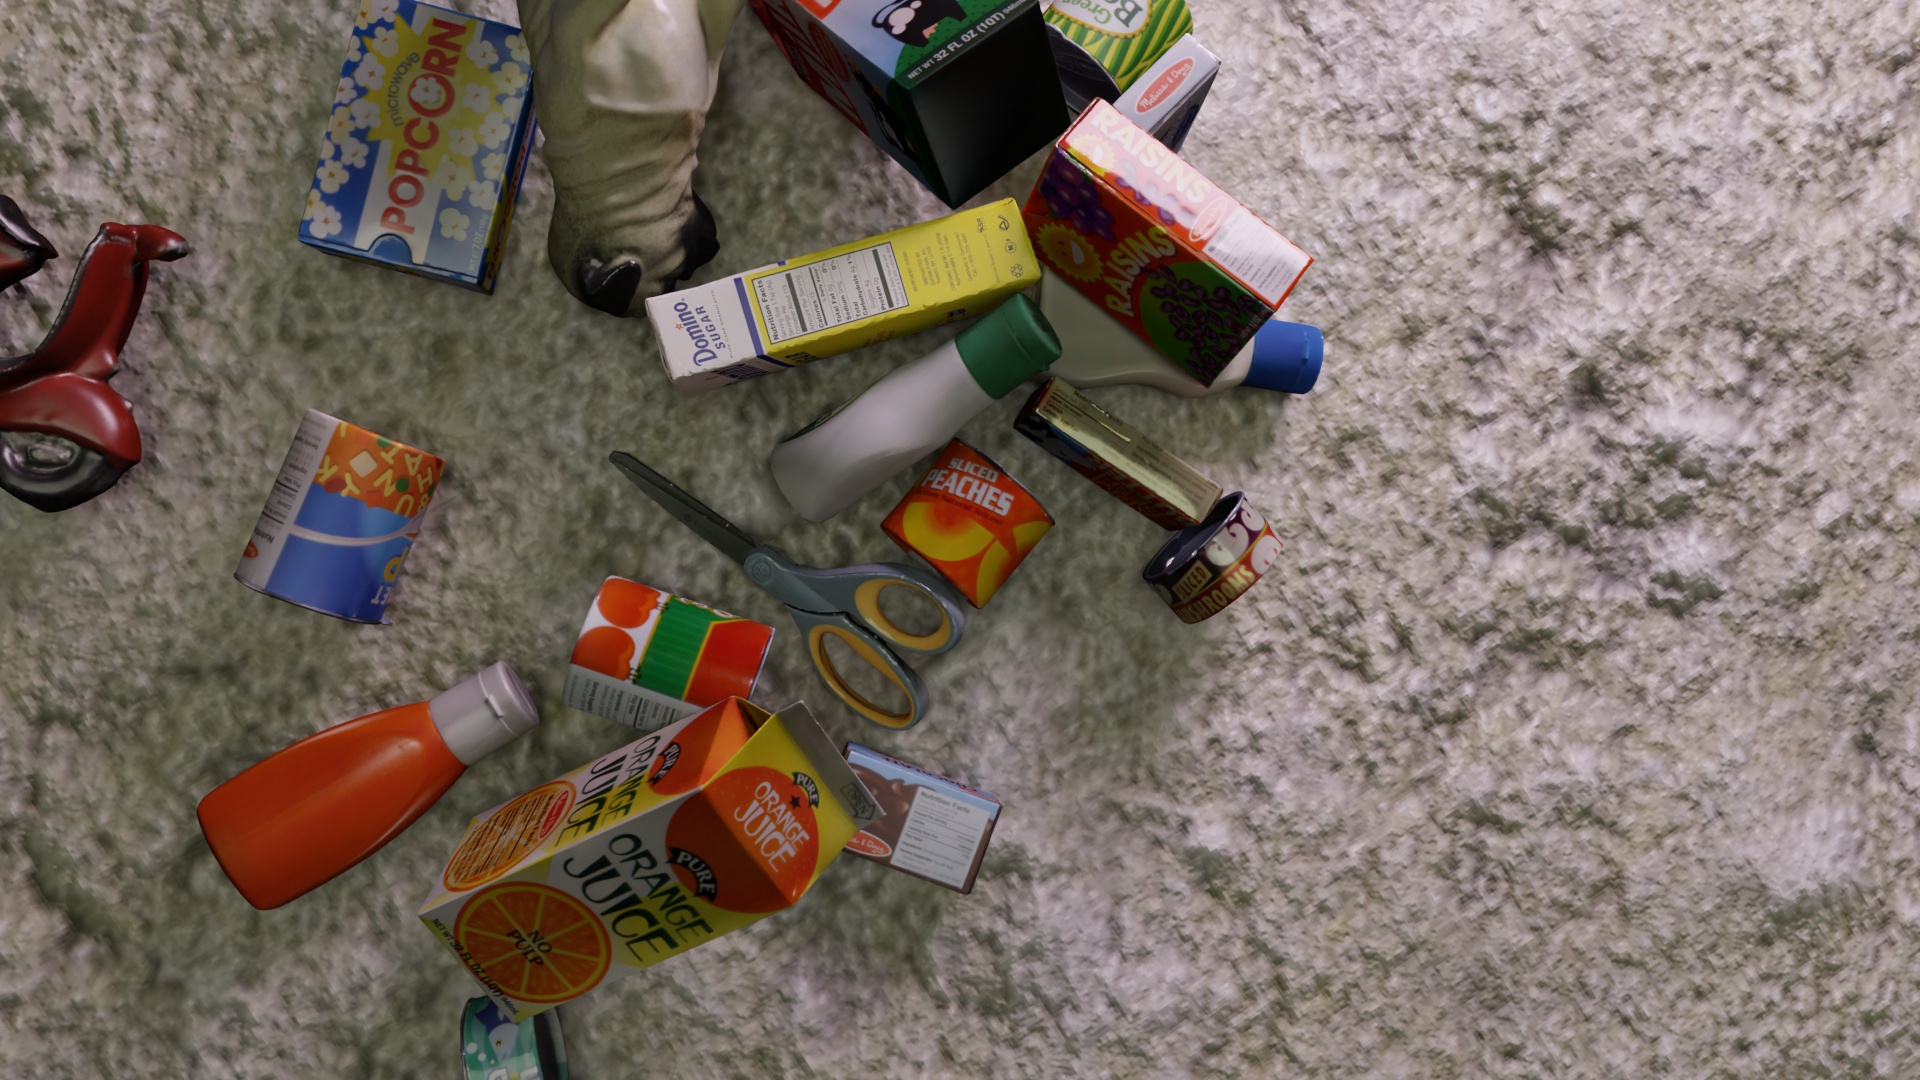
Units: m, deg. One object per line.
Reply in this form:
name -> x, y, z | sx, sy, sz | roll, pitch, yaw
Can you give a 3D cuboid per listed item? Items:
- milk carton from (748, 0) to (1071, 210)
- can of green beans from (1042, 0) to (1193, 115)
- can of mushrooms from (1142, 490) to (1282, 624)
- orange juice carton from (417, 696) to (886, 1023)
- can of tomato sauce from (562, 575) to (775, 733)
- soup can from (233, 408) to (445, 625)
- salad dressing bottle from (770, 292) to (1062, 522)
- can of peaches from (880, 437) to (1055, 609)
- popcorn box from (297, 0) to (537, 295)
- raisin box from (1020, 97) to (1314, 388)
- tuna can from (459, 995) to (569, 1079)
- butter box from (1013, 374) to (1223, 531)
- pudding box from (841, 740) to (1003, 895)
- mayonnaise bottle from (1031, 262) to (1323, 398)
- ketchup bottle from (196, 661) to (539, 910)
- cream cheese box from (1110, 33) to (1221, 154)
milk carton -> -0.036, -0.244, 0.656 | 0.072, 0.073, 0.191 | -36, 54, -7
can of green beans -> 0.074, -0.253, 0.698 | 0.071, 0.071, 0.058 | 39, 84, -5
can of mushrooms -> 0.126, 0.010, 0.695 | 0.071, 0.071, 0.033 | -42, 95, -6
orange juice carton -> -0.133, 0.134, 0.618 | 0.192, 0.073, 0.071 | -26, 112, 13
can of tomato sauce -> -0.138, 0.058, 0.663 | 0.083, 0.071, 0.071 | 19, 86, -6
soup can -> -0.285, -0.010, 0.647 | 0.071, 0.071, 0.084 | 22, 86, -6
salad dressing bottle -> -0.021, -0.063, 0.663 | 0.147, 0.064, 0.044 | -32, 86, 18
can of peaches -> 0.002, -0.009, 0.680 | 0.071, 0.071, 0.058 | 41, 86, -4
popcorn box -> -0.256, -0.191, 0.669 | 0.085, 0.038, 0.126 | 14, 86, -8
raisin box -> 0.090, -0.136, 0.649 | 0.123, 0.086, 0.040 | 38, 70, 2
tuna can -> -0.206, 0.243, 0.645 | 0.033, 0.071, 0.071 | -14, 90, -8
butter box -> 0.078, -0.042, 0.699 | 0.103, 0.053, 0.024 | 33, 82, -6
pudding box -> -0.027, 0.137, 0.692 | 0.084, 0.030, 0.049 | 21, 87, -6
mayonnaise bottle -> 0.109, -0.102, 0.712 | 0.148, 0.041, 0.065 | 8, 82, -8
ketchup bottle -> -0.274, 0.110, 0.655 | 0.149, 0.043, 0.064 | -30, 93, -7
cream cheese box -> 0.092, -0.201, 0.680 | 0.024, 0.103, 0.053 | 45, 83, 3
